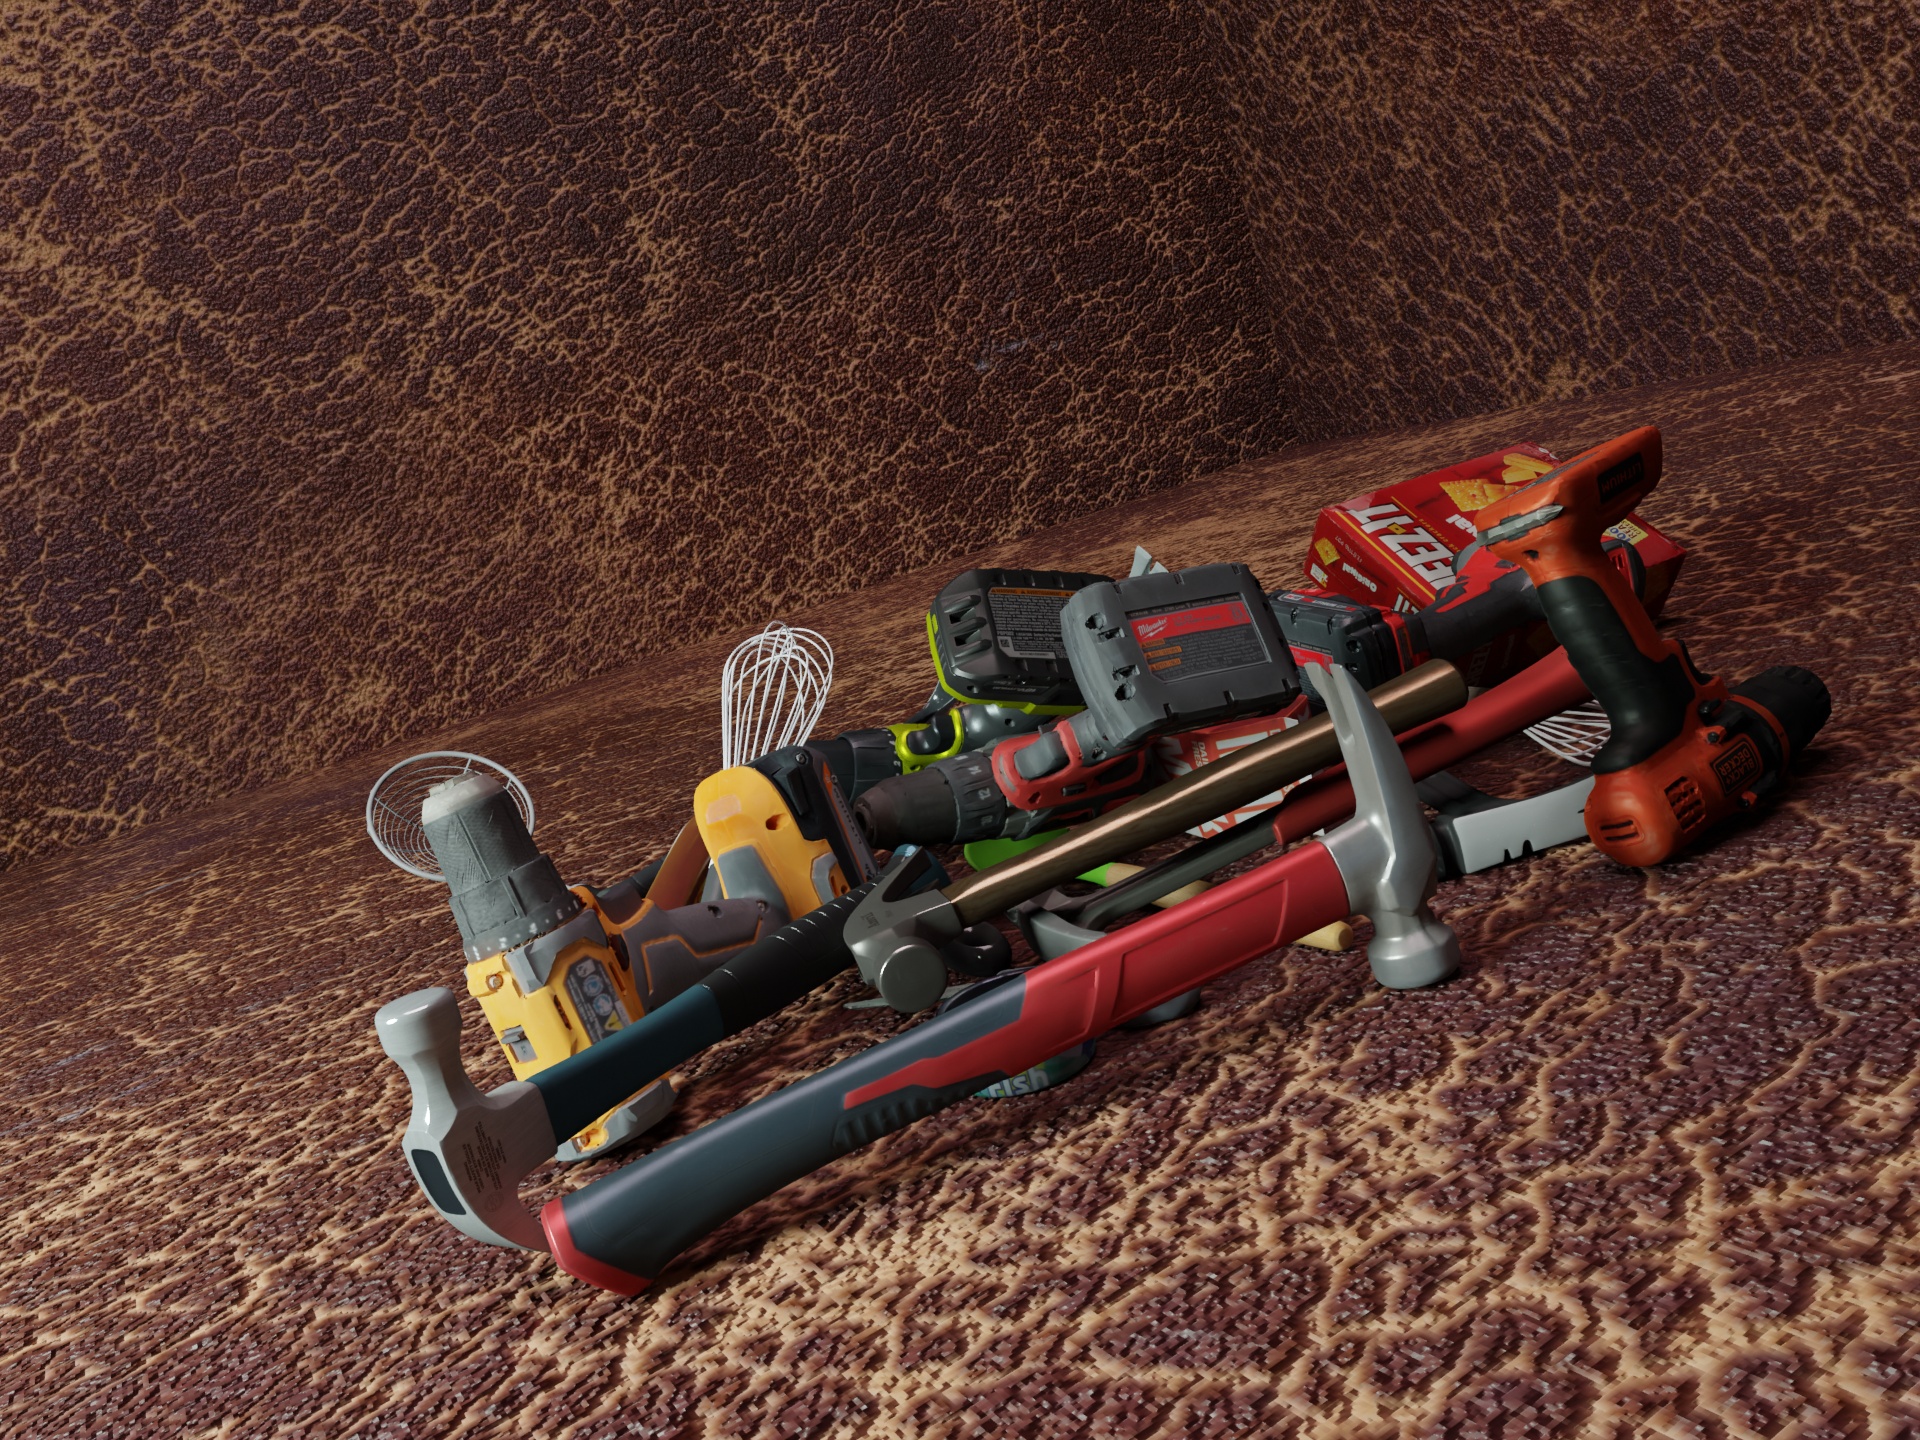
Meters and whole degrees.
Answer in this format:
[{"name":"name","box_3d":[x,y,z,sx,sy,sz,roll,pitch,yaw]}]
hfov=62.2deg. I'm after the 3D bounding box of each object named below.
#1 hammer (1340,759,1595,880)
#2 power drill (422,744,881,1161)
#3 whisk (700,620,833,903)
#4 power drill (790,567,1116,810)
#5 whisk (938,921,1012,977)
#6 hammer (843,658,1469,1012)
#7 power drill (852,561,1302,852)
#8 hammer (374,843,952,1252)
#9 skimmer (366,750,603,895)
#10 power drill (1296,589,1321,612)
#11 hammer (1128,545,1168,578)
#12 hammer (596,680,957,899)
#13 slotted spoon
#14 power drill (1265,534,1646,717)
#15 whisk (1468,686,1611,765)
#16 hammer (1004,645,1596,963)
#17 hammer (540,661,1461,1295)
[{"name":"hammer","box_3d":[0.265,0.024,0.938,0.127,0.034,0.337,-17,11,-2]},{"name":"power drill","box_3d":[-0.151,0.084,0.797,0.084,0.185,0.226,-21,6,41]},{"name":"whisk","box_3d":[-0.127,0.055,0.936,0.070,0.070,0.285,-11,50,25]},{"name":"power drill","box_3d":[-0.002,-0.003,1.018,0.190,0.080,0.228,1,-29,-27]},{"name":"whisk","box_3d":[-0.053,0.102,0.943,0.073,0.073,0.296,-21,18,-26]},{"name":"hammer","box_3d":[0.098,0.045,0.771,0.331,0.031,0.130,-23,13,-11]},{"name":"power drill","box_3d":[0.055,0.009,0.862,0.188,0.080,0.226,-11,-19,-28]},{"name":"hammer","box_3d":[-0.106,0.126,0.718,0.033,0.128,0.331,-7,11,36]},{"name":"skimmer","box_3d":[-0.315,0.091,1.160,0.127,0.090,0.363,-23,21,-37]},{"name":"power drill","box_3d":[0.237,-0.060,1.298,0.171,0.080,0.223,-20,8,-16]},{"name":"hammer","box_3d":[0.034,-0.016,1.273,0.405,0.035,0.144,-37,-15,-42]},{"name":"hammer","box_3d":[-0.115,0.053,1.132,0.149,0.036,0.409,-52,-11,34]},{"name":"slotted spoon","box_3d":[0.098,0.090,0.863,0.070,0.031,0.314,-21,14,-27]},{"name":"power drill","box_3d":[0.301,-0.068,1.004,0.219,0.078,0.143,-21,19,-18]},{"name":"whisk","box_3d":[0.339,-0.007,0.980,0.059,0.058,0.246,17,-1,-16]},{"name":"hammer","box_3d":[0.198,0.036,0.798,0.359,0.036,0.149,-24,12,-13]},{"name":"hammer","box_3d":[0.016,0.108,0.633,0.386,0.143,0.038,-23,9,-13]}]
